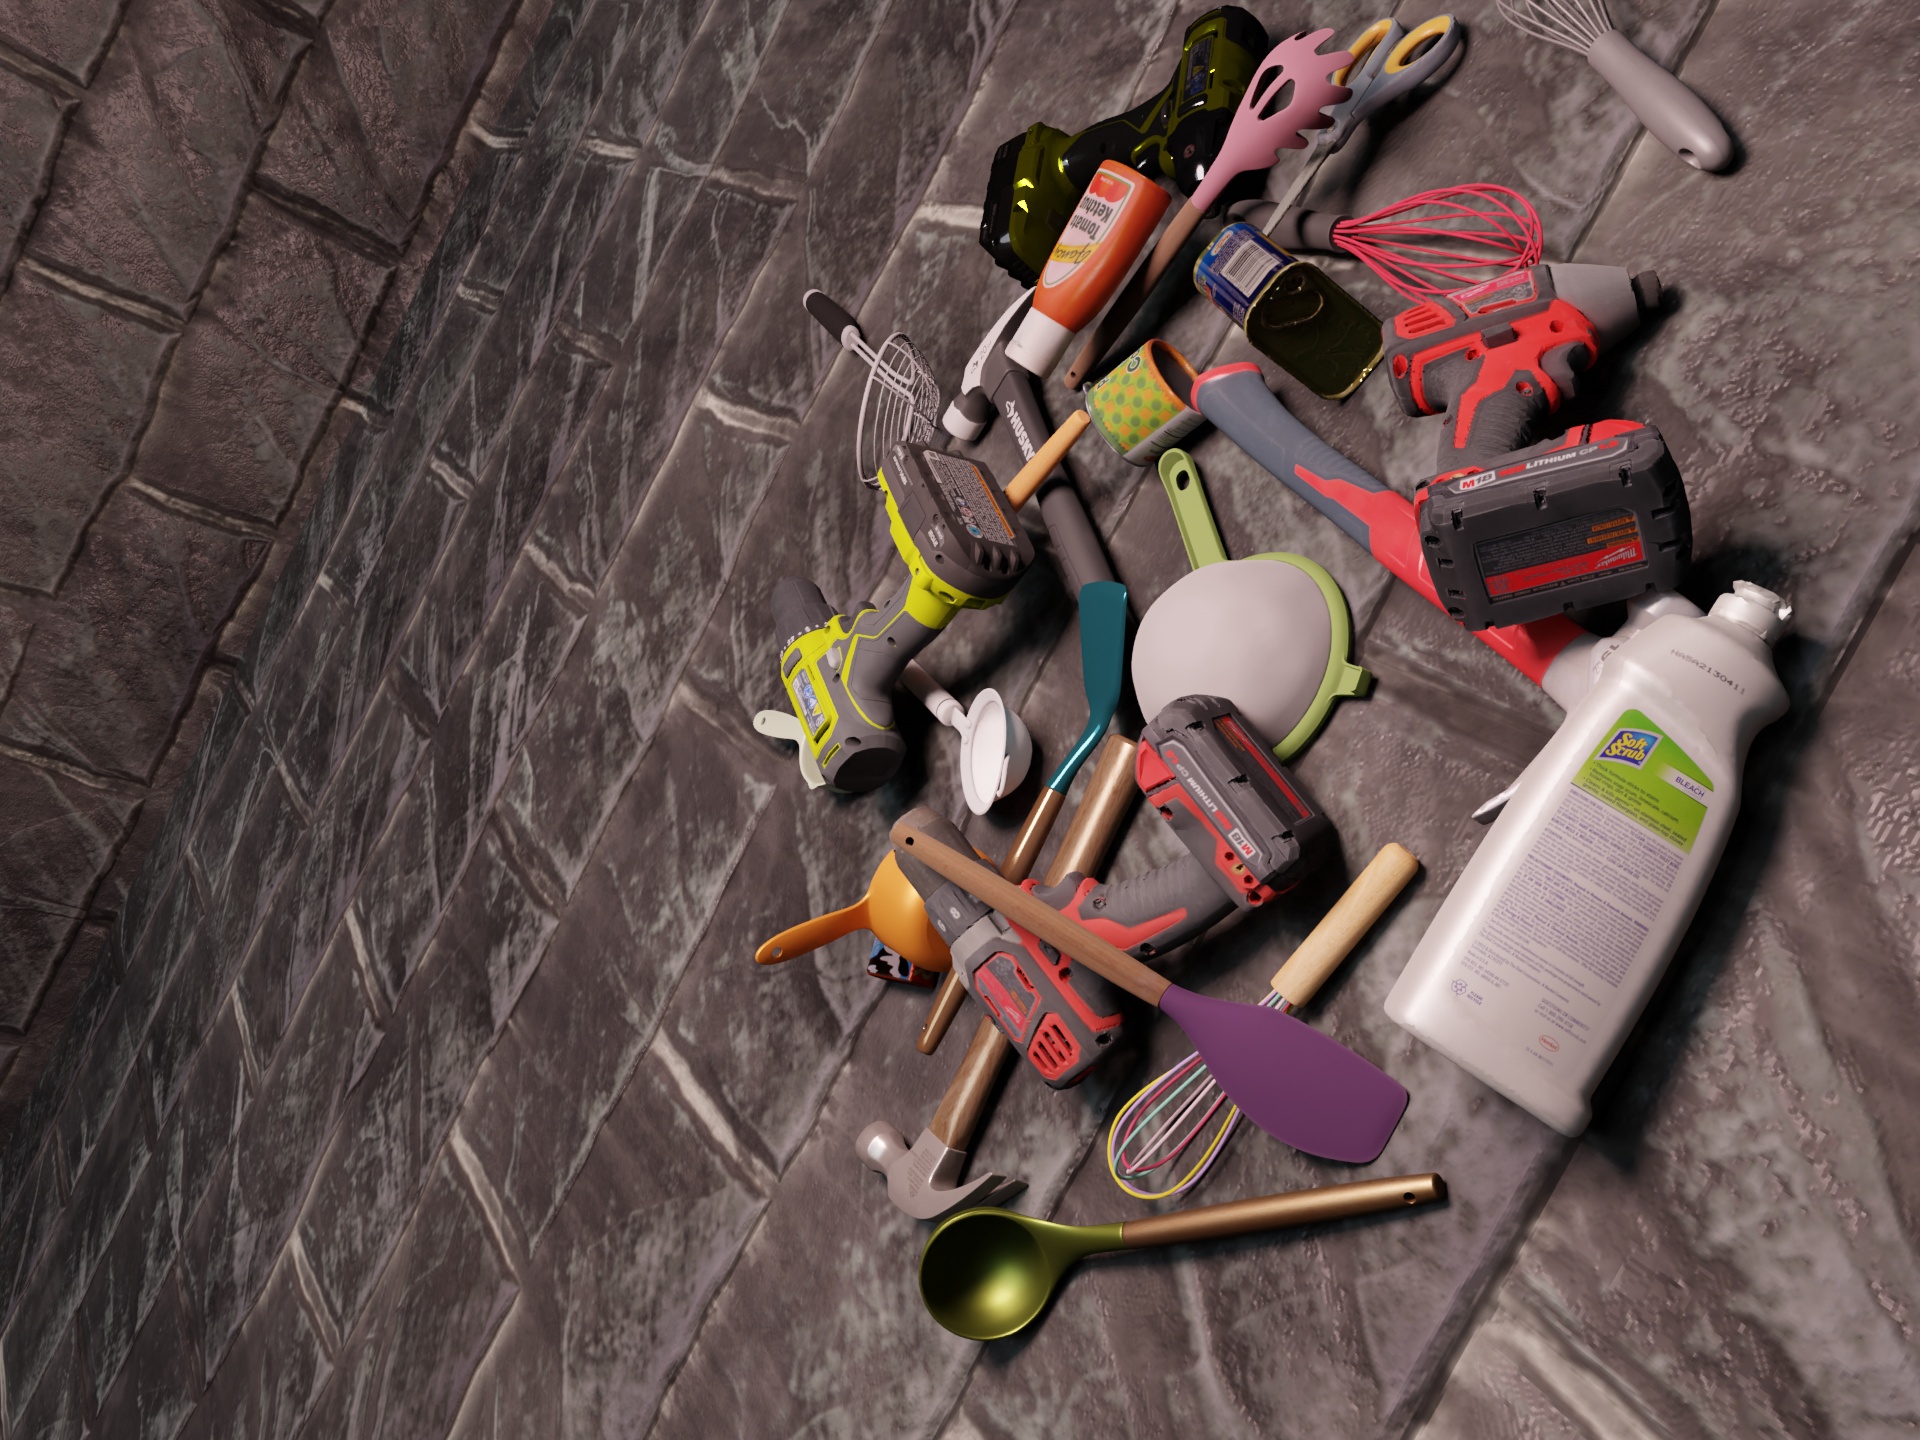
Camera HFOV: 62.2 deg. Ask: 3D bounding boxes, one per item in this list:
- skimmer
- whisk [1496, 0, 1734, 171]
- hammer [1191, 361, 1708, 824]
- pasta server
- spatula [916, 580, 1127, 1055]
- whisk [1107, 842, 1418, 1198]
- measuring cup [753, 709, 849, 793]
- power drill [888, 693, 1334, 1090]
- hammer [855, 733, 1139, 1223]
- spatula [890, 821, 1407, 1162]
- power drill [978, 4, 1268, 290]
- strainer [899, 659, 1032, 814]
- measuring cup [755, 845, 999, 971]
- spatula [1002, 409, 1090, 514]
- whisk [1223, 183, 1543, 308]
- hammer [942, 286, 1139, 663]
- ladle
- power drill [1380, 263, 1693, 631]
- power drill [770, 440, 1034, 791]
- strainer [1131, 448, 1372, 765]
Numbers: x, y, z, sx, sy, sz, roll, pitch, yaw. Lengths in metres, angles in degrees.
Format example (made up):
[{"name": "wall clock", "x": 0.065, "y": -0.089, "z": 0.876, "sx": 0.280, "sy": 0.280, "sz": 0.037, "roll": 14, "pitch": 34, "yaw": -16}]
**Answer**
[{"name": "skimmer", "x": -0.104, "y": -0.316, "z": 1.395, "sx": 0.364, "sy": 0.090, "sz": 0.127, "roll": -126, "pitch": 35, "yaw": -52}, {"name": "whisk", "x": 0.366, "y": -0.381, "z": 0.898, "sx": 0.055, "sy": 0.055, "sz": 0.239, "roll": -43, "pitch": 47, "yaw": 28}, {"name": "hammer", "x": 0.231, "y": -0.098, "z": 0.902, "sx": 0.143, "sy": 0.038, "sz": 0.387, "roll": -53, "pitch": 40, "yaw": 15}, {"name": "pasta server", "x": 0.154, "y": -0.332, "z": 1.080, "sx": 0.060, "sy": 0.040, "sz": 0.316, "roll": 59, "pitch": 143, "yaw": 15}, {"name": "spatula", "x": 0.039, "y": 0.063, "z": 1.007, "sx": 0.317, "sy": 0.044, "sz": 0.082, "roll": -64, "pitch": 17, "yaw": -3}, {"name": "whisk", "x": 0.159, "y": 0.162, "z": 0.857, "sx": 0.245, "sy": 0.051, "sz": 0.047, "roll": -53, "pitch": 33, "yaw": 12}, {"name": "measuring cup", "x": -0.113, "y": 0.014, "z": 1.271, "sx": 0.168, "sy": 0.038, "sz": 0.083, "roll": 12, "pitch": 81, "yaw": 54}, {"name": "power drill", "x": 0.075, "y": 0.080, "z": 0.910, "sx": 0.226, "sy": 0.080, "sz": 0.188, "roll": -44, "pitch": 75, "yaw": 24}, {"name": "hammer", "x": 0.041, "y": 0.163, "z": 1.006, "sx": 0.130, "sy": 0.031, "sz": 0.331, "roll": 27, "pitch": 92, "yaw": 53}, {"name": "spatula", "x": 0.088, "y": 0.137, "z": 0.857, "sx": 0.316, "sy": 0.018, "sz": 0.060, "roll": 30, "pitch": 96, "yaw": 23}, {"name": "power drill", "x": 0.122, "y": -0.409, "z": 1.179, "sx": 0.223, "sy": 0.080, "sz": 0.171, "roll": -16, "pitch": 55, "yaw": 43}, {"name": "strainer", "x": -0.002, "y": -0.004, "z": 1.143, "sx": 0.259, "sy": 0.050, "sz": 0.086, "roll": 44, "pitch": 126, "yaw": 57}, {"name": "measuring cup", "x": -0.045, "y": 0.132, "z": 1.023, "sx": 0.052, "sy": 0.173, "sz": 0.095, "roll": 24, "pitch": 124, "yaw": 49}, {"name": "spatula", "x": -0.007, "y": -0.125, "z": 1.178, "sx": 0.322, "sy": 0.041, "sz": 0.081, "roll": -46, "pitch": 17, "yaw": 43}, {"name": "whisk", "x": 0.249, "y": -0.299, "z": 0.985, "sx": 0.073, "sy": 0.073, "sz": 0.296, "roll": -61, "pitch": 32, "yaw": 6}, {"name": "hammer", "x": 0.069, "y": -0.169, "z": 1.136, "sx": 0.146, "sy": 0.035, "sz": 0.335, "roll": -55, "pitch": 39, "yaw": 37}, {"name": "ladle", "x": 0.106, "y": 0.278, "z": 0.846, "sx": 0.320, "sy": 0.062, "sz": 0.078, "roll": -24, "pitch": 97, "yaw": 37}, {"name": "power drill", "x": 0.293, "y": -0.154, "z": 0.803, "sx": 0.143, "sy": 0.078, "sz": 0.220, "roll": -14, "pitch": 41, "yaw": 22}, {"name": "power drill", "x": -0.058, "y": -0.087, "z": 1.146, "sx": 0.228, "sy": 0.080, "sz": 0.191, "roll": -52, "pitch": 47, "yaw": 33}, {"name": "strainer", "x": 0.145, "y": -0.083, "z": 0.982, "sx": 0.151, "sy": 0.069, "sz": 0.257, "roll": -37, "pitch": 47, "yaw": 32}]
